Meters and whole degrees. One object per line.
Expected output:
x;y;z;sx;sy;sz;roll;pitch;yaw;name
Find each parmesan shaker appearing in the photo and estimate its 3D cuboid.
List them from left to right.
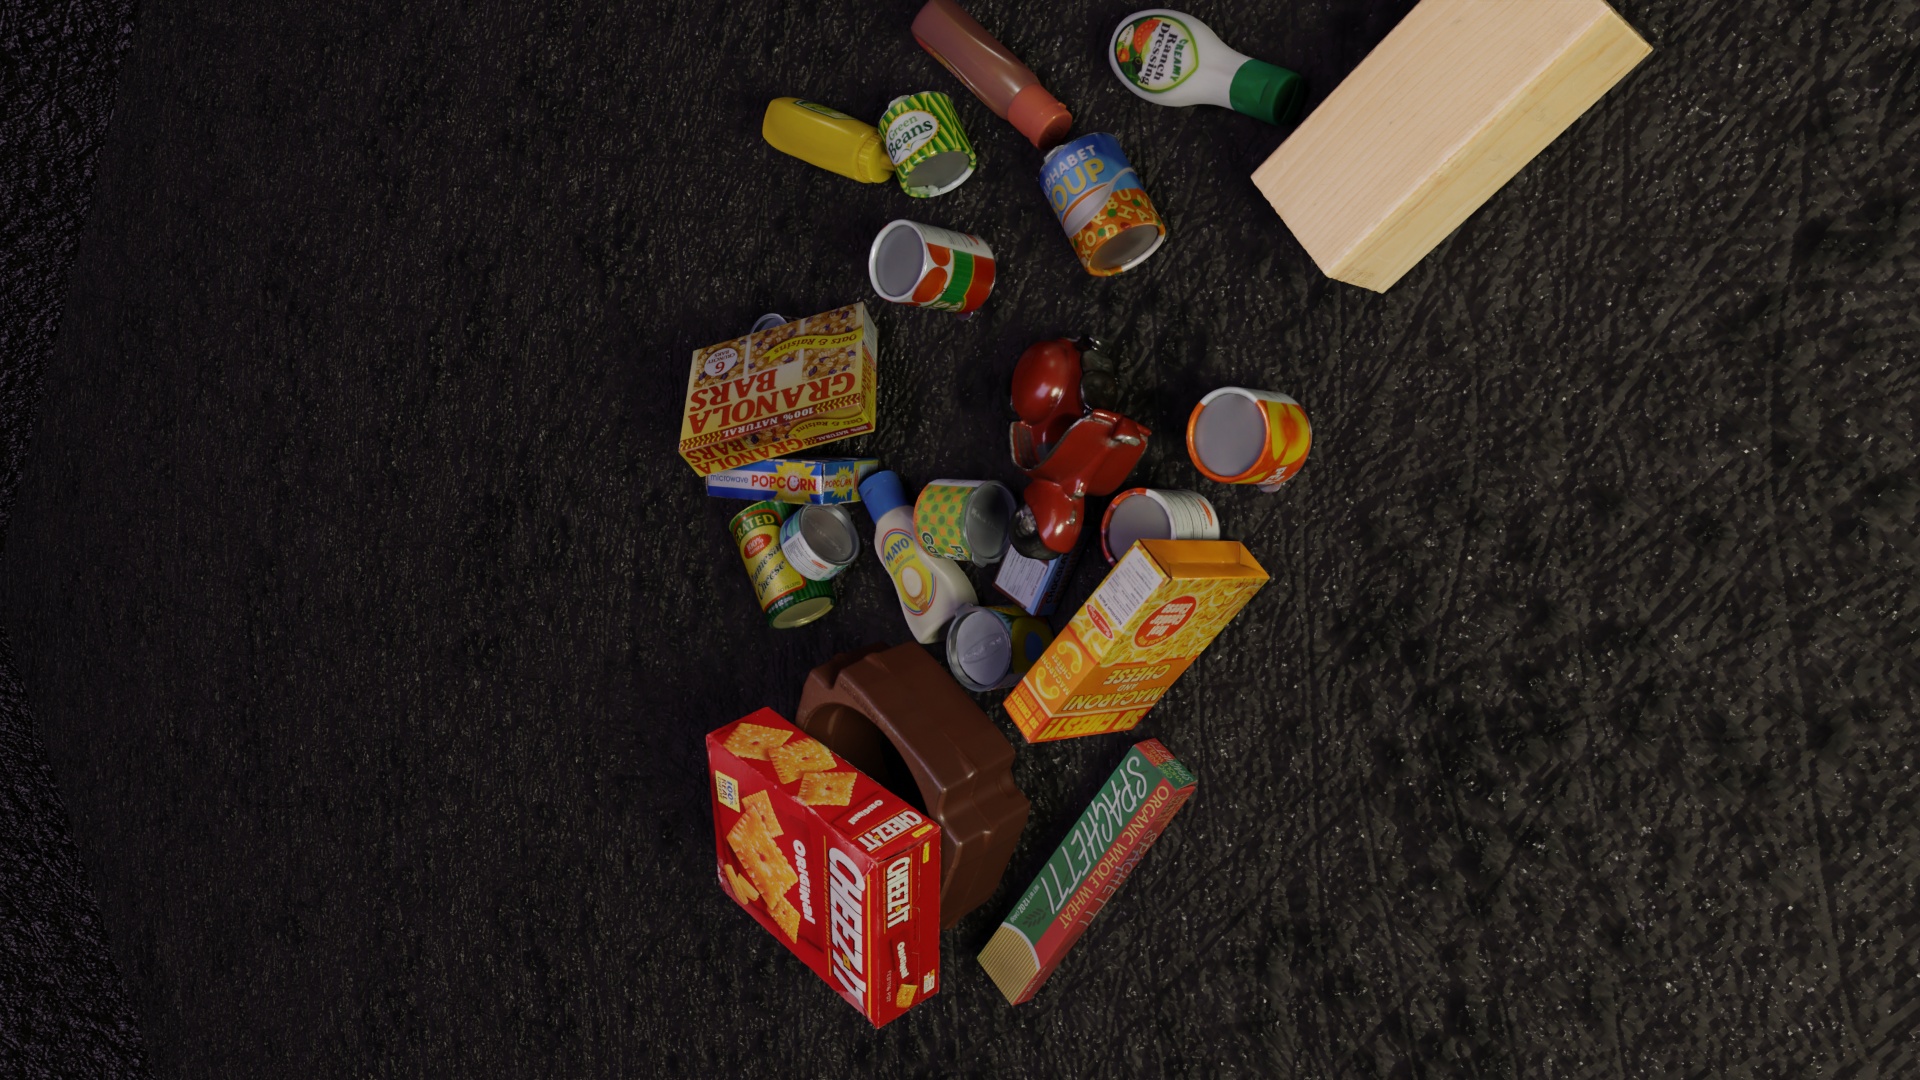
-0.158;0.020;1.257;0.071;0.071;0.103;-39;66;35;parmesan shaker

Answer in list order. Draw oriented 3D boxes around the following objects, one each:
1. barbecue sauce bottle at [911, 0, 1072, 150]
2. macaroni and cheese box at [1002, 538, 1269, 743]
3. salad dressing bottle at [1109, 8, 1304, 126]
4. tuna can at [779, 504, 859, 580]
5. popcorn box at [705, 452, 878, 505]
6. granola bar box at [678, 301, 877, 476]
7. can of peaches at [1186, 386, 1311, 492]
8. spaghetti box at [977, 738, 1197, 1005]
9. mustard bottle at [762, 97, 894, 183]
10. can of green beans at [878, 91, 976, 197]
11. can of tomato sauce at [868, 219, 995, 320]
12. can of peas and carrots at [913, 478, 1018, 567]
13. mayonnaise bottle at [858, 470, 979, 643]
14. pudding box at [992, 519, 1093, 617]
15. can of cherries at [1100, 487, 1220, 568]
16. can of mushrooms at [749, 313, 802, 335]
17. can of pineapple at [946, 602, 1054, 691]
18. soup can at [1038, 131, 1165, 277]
0.027;-0.367;1.096;0.149;0.065;0.043;48;112;20;barbecue sauce bottle
0.122;0.070;0.972;0.165;0.124;0.040;-53;56;28;macaroni and cheese box
0.172;-0.331;0.978;0.148;0.044;0.064;34;114;36;salad dressing bottle
-0.124;-0.001;1.228;0.032;0.071;0.071;-36;68;37;tuna can
-0.148;-0.056;1.218;0.126;0.085;0.038;5;98;29;popcorn box
-0.154;-0.129;1.194;0.165;0.039;0.125;-13;50;15;granola bar box
0.197;-0.069;0.949;0.071;0.058;0.071;0;90;41;can of peaches
0.093;0.256;1.062;0.050;0.029;0.249;47;119;30;spaghetti box
-0.101;-0.344;1.208;0.160;0.065;0.048;29;115;31;mustard bottle
-0.027;-0.324;1.139;0.071;0.071;0.058;-34;69;36;can of green beans
-0.023;-0.219;1.125;0.071;0.083;0.071;0;90;41;can of tomato sauce
0.004;-0.014;1.112;0.058;0.071;0.071;4;93;42;can of peas and carrots
-0.040;0.011;1.169;0.064;0.041;0.148;-44;64;35;mayonnaise bottle
0.064;0.013;1.085;0.050;0.030;0.083;36;113;36;pudding box
0.141;-0.003;0.998;0.071;0.058;0.071;0;90;41;can of cherries
-0.163;-0.174;1.280;0.071;0.033;0.071;0;90;41;can of mushrooms
0.032;0.082;1.095;0.071;0.058;0.071;0;91;41;can of pineapple
0.102;-0.247;1.022;0.071;0.071;0.084;-38;67;35;soup can
